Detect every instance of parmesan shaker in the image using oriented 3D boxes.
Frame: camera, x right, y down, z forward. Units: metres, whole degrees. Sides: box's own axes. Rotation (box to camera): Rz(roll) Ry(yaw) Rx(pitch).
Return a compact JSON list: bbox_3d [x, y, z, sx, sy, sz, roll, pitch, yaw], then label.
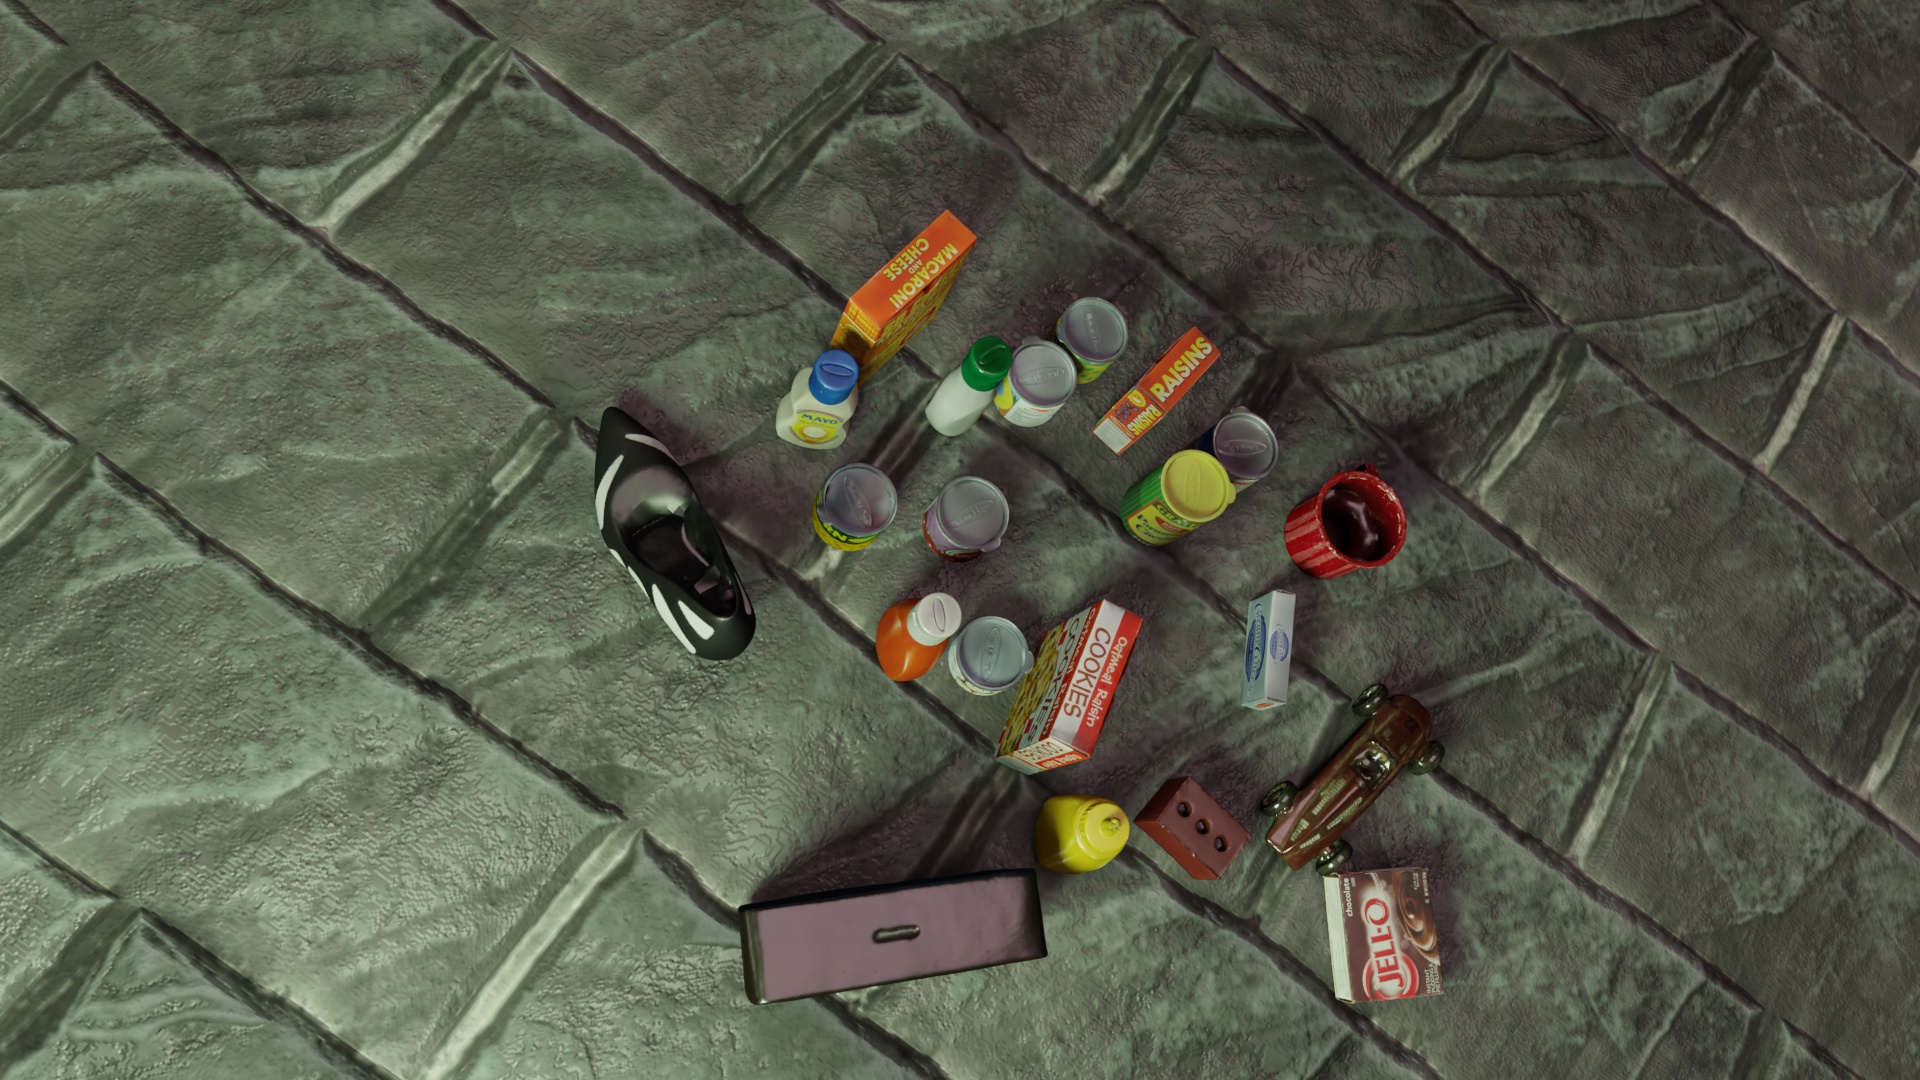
[{"bbox_3d":[0.196,-0.035,1.264,0.071,0.102,0.071,4,75,-14],"label":"parmesan shaker"}]

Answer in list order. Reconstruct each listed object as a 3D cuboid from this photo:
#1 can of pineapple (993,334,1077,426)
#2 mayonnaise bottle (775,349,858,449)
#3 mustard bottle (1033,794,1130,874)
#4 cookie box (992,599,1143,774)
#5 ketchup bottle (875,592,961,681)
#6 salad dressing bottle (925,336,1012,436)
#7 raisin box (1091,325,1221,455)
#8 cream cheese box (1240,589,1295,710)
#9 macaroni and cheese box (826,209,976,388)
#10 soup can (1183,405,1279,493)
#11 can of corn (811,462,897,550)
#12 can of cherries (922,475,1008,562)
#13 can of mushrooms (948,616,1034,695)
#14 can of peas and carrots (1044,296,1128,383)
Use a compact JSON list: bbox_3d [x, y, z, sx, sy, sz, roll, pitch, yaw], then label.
[{"bbox_3d":[0.068,-0.146,1.283,0.071,0.057,0.071,4,75,-14],"label":"can of pineapple"},{"bbox_3d":[-0.117,-0.119,1.178,0.065,0.147,0.041,11,73,-12],"label":"mayonnaise bottle"},{"bbox_3d":[0.103,0.238,1.135,0.049,0.159,0.065,11,73,-12],"label":"mustard bottle"},{"bbox_3d":[0.087,0.126,1.157,0.040,0.167,0.123,26,71,-7],"label":"cookie box"},{"bbox_3d":[-0.035,0.075,1.148,0.043,0.148,0.065,-5,77,-16],"label":"ketchup bottle"},{"bbox_3d":[0.009,-0.135,1.217,0.064,0.147,0.044,-35,87,-20],"label":"salad dressing bottle"},{"bbox_3d":[0.178,-0.136,1.275,0.040,0.123,0.086,45,70,0],"label":"raisin box"},{"bbox_3d":[0.282,0.101,1.276,0.024,0.053,0.104,13,73,-11],"label":"cream cheese box"},{"bbox_3d":[-0.056,-0.201,1.207,0.040,0.166,0.124,44,70,-1],"label":"macaroni and cheese box"},{"bbox_3d":[0.249,-0.079,1.300,0.071,0.083,0.071,4,75,-14],"label":"soup can"},{"bbox_3d":[-0.095,-0.027,1.208,0.071,0.058,0.071,4,75,-14],"label":"can of corn"},{"bbox_3d":[0.004,-0.015,1.231,0.071,0.058,0.071,4,75,-14],"label":"can of cherries"},{"bbox_3d":[0.026,0.102,1.218,0.071,0.033,0.071,4,75,-14],"label":"can of mushrooms"},{"bbox_3d":[0.115,-0.187,1.306,0.071,0.058,0.071,4,75,-14],"label":"can of peas and carrots"}]
